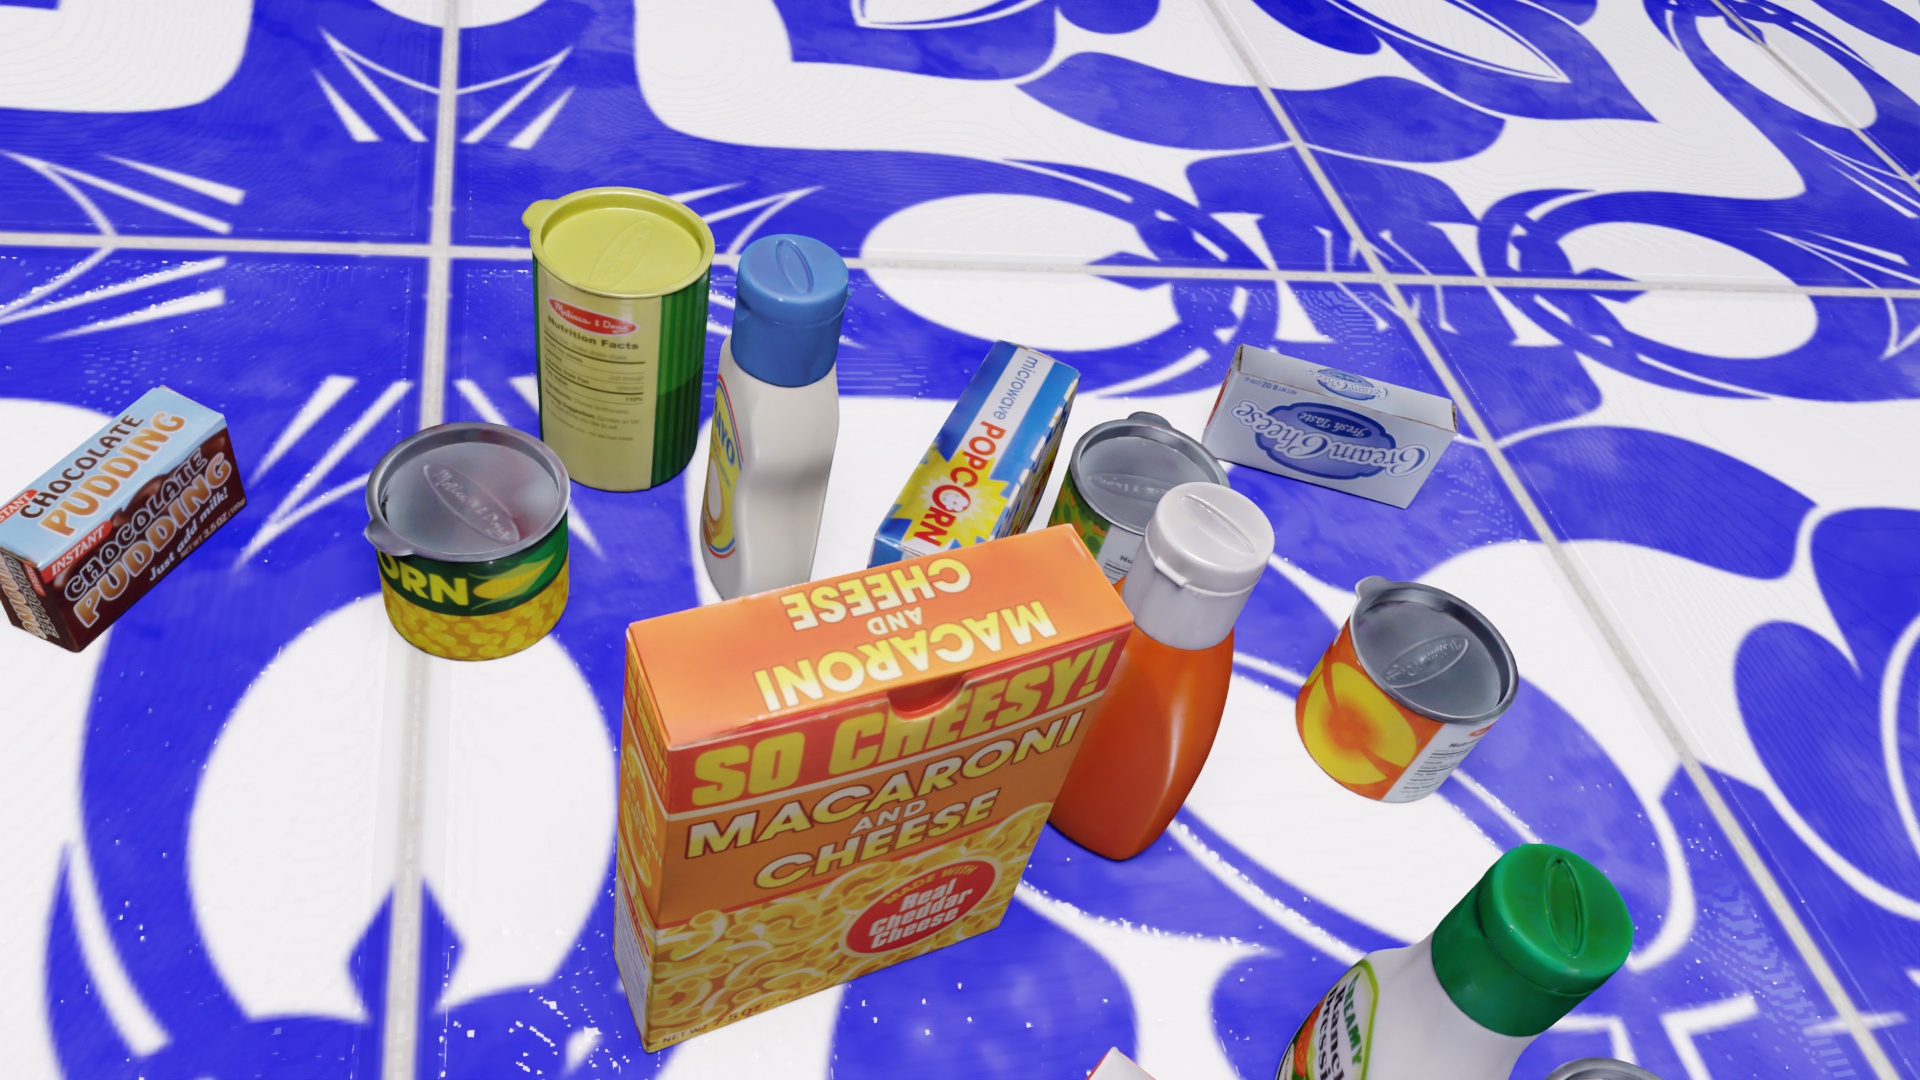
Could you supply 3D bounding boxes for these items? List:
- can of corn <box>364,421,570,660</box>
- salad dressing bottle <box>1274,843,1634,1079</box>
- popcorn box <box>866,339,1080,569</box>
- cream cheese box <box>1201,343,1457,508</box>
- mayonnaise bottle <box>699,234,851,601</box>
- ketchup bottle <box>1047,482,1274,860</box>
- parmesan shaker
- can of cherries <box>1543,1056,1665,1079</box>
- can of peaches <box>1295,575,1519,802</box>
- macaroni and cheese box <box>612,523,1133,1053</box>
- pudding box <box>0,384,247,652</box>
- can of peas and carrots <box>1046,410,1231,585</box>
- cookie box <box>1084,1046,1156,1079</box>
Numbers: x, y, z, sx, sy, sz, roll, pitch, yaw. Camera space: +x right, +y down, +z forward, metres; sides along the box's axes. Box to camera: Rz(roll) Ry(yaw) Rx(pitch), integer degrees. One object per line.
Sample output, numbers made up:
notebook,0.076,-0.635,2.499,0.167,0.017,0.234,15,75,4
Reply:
can of corn,-0.175,0.002,0.495,0.071,0.058,0.071,8,47,-8
salad dressing bottle,0.135,0.137,0.394,0.044,0.146,0.064,17,46,0
popcorn box,0.002,-0.007,0.533,0.038,0.084,0.127,23,47,6
cream cheese box,0.168,-0.052,0.641,0.104,0.053,0.024,15,46,-2
mayonnaise bottle,-0.068,-0.041,0.502,0.041,0.147,0.065,-8,51,-21
ketchup bottle,0.060,0.044,0.458,0.065,0.148,0.044,41,51,21
parmesan shaker,-0.136,-0.079,0.549,0.071,0.102,0.072,8,47,-8
can of cherries,0.186,0.199,0.412,0.071,0.058,0.072,8,47,-8
can of peaches,0.169,0.057,0.538,0.071,0.057,0.071,8,47,-8
macaroni and cheese box,-0.031,0.075,0.393,0.124,0.165,0.040,-13,53,-25
pudding box,-0.291,-0.009,0.480,0.030,0.049,0.084,23,47,6
can of peas and carrots,0.070,-0.009,0.571,0.071,0.058,0.071,8,47,-8
cookie box,-0.007,0.194,0.290,0.040,0.166,0.123,35,49,17
